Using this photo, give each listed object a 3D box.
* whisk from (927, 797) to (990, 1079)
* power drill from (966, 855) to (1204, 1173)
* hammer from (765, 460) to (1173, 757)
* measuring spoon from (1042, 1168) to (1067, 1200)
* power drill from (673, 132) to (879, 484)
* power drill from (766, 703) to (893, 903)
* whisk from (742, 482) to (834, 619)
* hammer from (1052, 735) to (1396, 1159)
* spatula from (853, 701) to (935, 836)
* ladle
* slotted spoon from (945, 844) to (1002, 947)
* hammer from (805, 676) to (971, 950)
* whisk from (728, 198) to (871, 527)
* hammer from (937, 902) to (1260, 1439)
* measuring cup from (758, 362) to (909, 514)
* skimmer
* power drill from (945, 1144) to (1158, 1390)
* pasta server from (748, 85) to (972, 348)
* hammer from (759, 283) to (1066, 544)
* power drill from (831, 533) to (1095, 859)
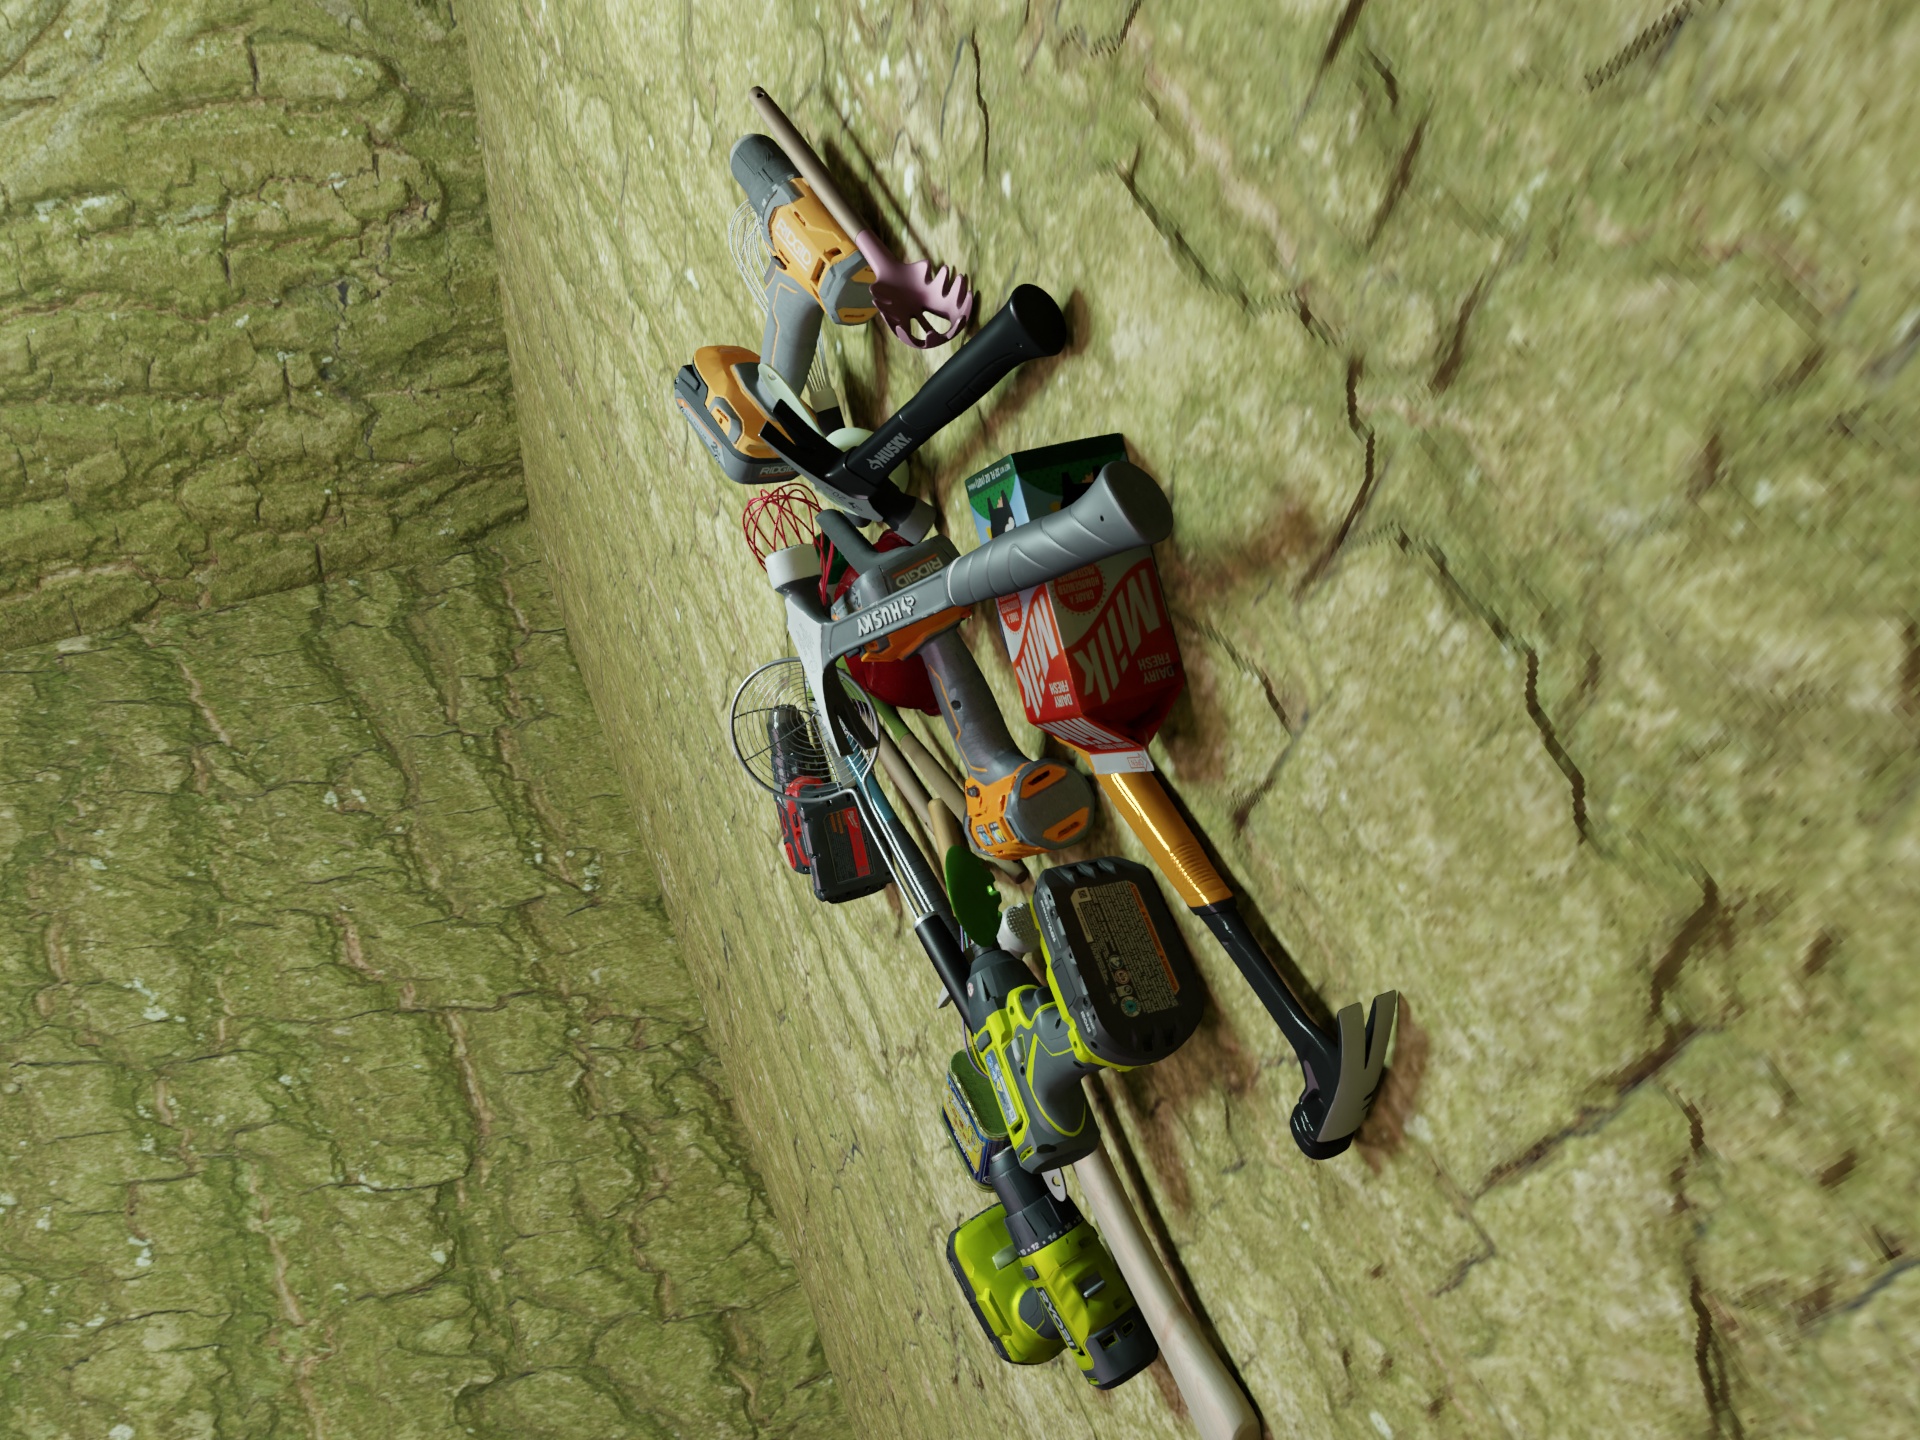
[{"bbox_3d":[0.015,0.183,1.337,0.047,0.051,0.245,-25,76,50],"label":"whisk"},{"bbox_3d":[0.067,0.190,1.074,0.223,0.080,0.171,119,136,-53],"label":"power drill"},{"bbox_3d":[-0.008,-0.072,0.931,0.409,0.036,0.149,-15,91,60],"label":"hammer"},{"bbox_3d":[0.059,0.297,1.185,0.034,0.018,0.124,-21,88,44],"label":"measuring spoon"},{"bbox_3d":[-0.149,-0.321,1.234,0.185,0.084,0.226,54,134,24],"label":"power drill"},{"bbox_3d":[-0.150,0.085,1.663,0.227,0.080,0.188,-157,54,-70],"label":"power drill"},{"bbox_3d":[-0.130,-0.114,1.391,0.295,0.073,0.073,72,172,-61],"label":"whisk"},{"bbox_3d":[0.134,0.084,0.920,0.127,0.034,0.337,92,154,-43],"label":"hammer"},{"bbox_3d":[-0.081,0.010,1.491,0.316,0.018,0.059,-126,25,-48],"label":"spatula"},{"bbox_3d":[-0.036,0.042,1.336,0.320,0.078,0.062,49,127,42],"label":"ladle"},{"bbox_3d":[0.012,0.116,1.158,0.314,0.031,0.070,43,-154,-88],"label":"slotted spoon"},{"bbox_3d":[-0.057,0.107,1.449,0.331,0.033,0.128,59,169,30],"label":"hammer"},{"bbox_3d":[-0.122,-0.297,1.323,0.070,0.070,0.284,5,114,70],"label":"whisk"},{"bbox_3d":[0.100,0.345,1.178,0.411,0.038,0.146,63,143,24],"label":"hammer"},{"bbox_3d":[-0.098,-0.221,1.210,0.083,0.038,0.167,2,146,37],"label":"measuring cup"},{"bbox_3d":[-0.070,0.107,1.263,0.090,0.127,0.364,24,-149,-56],"label":"skimmer"},{"bbox_3d":[0.062,0.450,1.313,0.191,0.080,0.228,59,157,11],"label":"power drill"},{"bbox_3d":[-0.080,-0.360,1.113,0.316,0.060,0.040,57,171,29],"label":"pasta server"},{"bbox_3d":[-0.025,-0.208,1.054,0.035,0.146,0.335,-65,17,-20],"label":"hammer"},{"bbox_3d":[-0.002,-0.004,1.126,0.226,0.084,0.164,60,160,0],"label":"power drill"}]
